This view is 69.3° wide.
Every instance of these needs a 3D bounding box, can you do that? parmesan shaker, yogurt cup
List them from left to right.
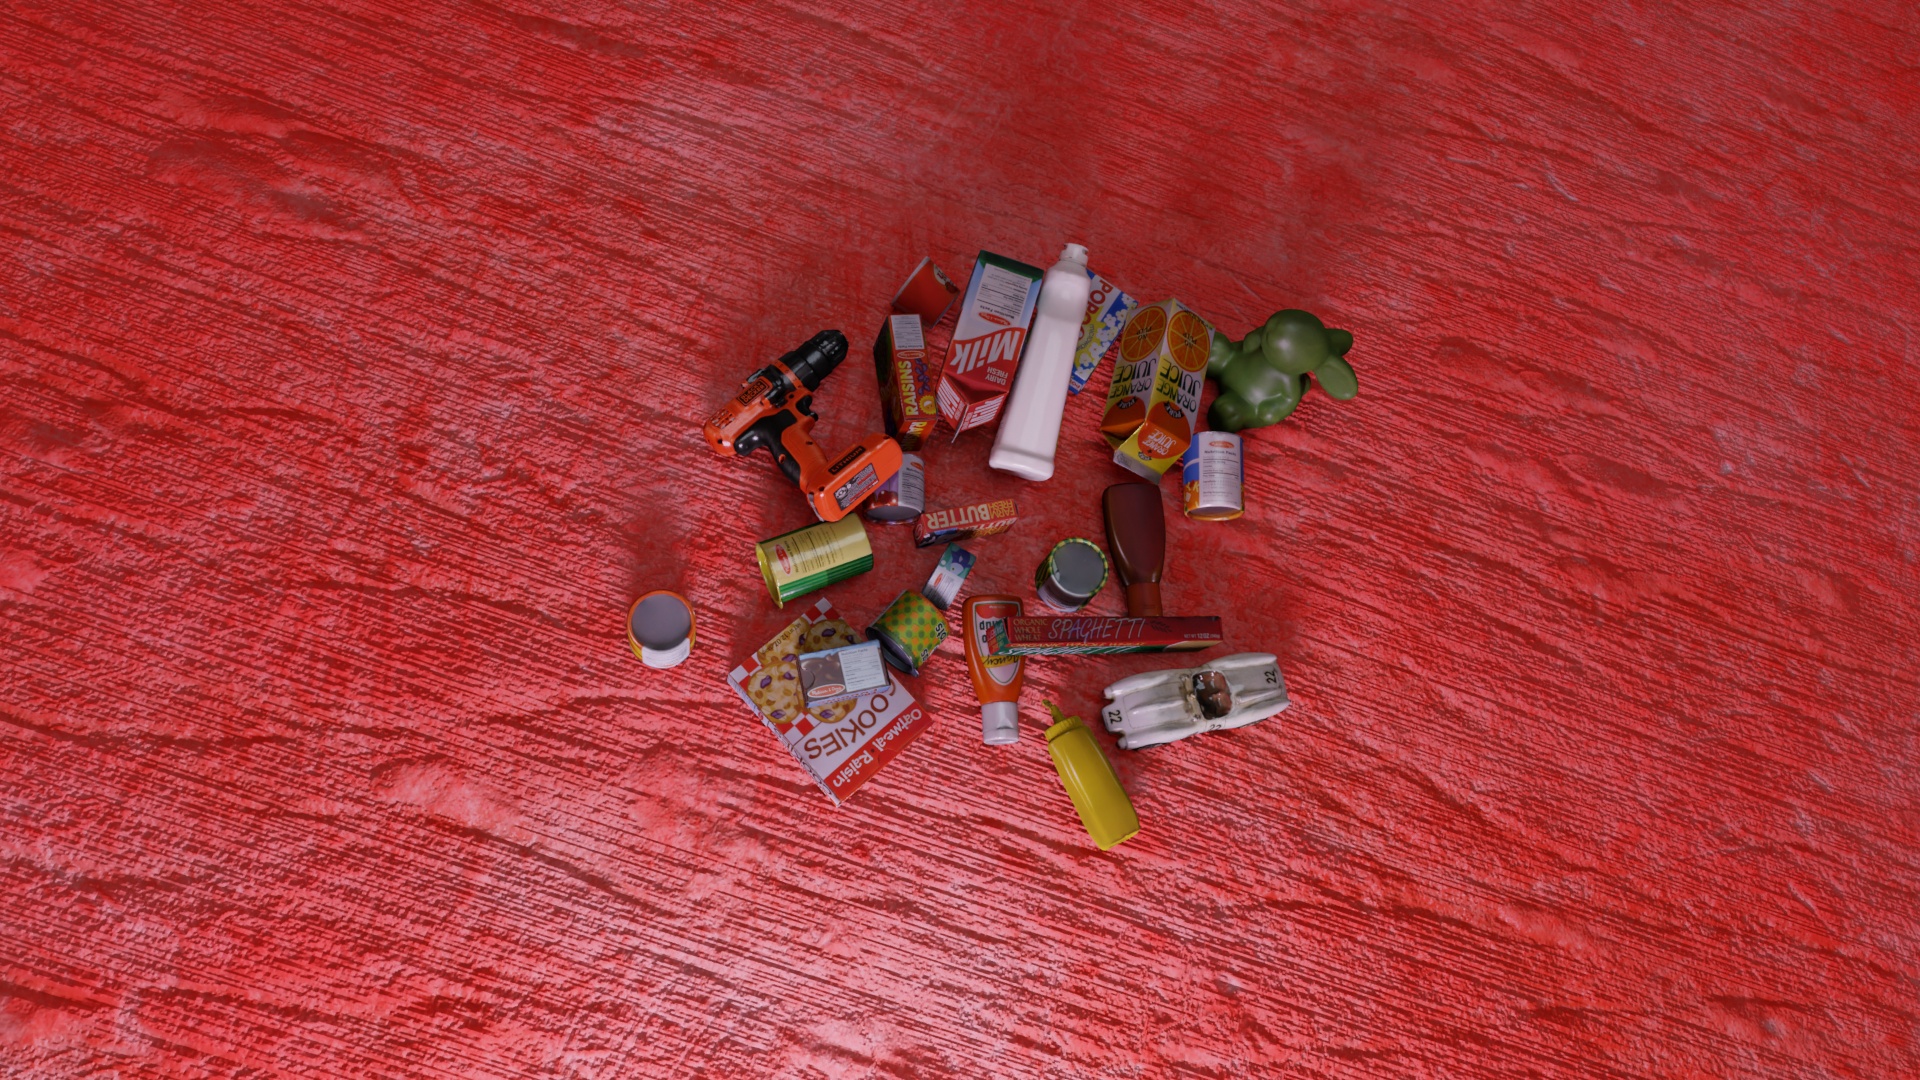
[{"bbox_3d":[-0.146,0.019,1.399,0.103,0.071,0.071,-19,76,-18],"label":"parmesan shaker"},{"bbox_3d":[-0.037,-0.269,1.524,0.054,0.072,0.072,38,68,-5],"label":"yogurt cup"}]

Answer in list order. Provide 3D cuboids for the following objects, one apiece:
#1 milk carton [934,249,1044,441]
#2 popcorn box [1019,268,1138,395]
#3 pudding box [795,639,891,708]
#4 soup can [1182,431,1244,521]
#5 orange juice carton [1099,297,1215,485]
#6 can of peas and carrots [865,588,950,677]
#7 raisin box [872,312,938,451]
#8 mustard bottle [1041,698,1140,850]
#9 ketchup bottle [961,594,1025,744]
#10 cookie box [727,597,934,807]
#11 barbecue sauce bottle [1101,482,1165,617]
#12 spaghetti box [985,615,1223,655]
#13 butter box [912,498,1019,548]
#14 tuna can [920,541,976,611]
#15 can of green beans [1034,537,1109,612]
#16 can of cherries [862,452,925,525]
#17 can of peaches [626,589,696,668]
[{"bbox_3d":[0.023,-0.197,1.442,0.073,0.072,0.191,18,69,-4],"label":"milk carton"},{"bbox_3d":[0.132,-0.239,1.559,0.085,0.038,0.127,34,68,1],"label":"popcorn box"},{"bbox_3d":[-0.114,0.128,1.341,0.084,0.030,0.050,-10,73,-14],"label":"pudding box"},{"bbox_3d":[0.275,-0.068,1.513,0.071,0.071,0.084,4,75,-10],"label":"soup can"},{"bbox_3d":[0.212,-0.160,1.514,0.072,0.073,0.193,27,69,-33],"label":"orange juice carton"},{"bbox_3d":[-0.050,0.092,1.391,0.071,0.070,0.059,42,68,5],"label":"can of peas and carrots"},{"bbox_3d":[-0.059,-0.166,1.470,0.040,0.085,0.123,-3,72,-17],"label":"raisin box"},{"bbox_3d":[0.123,0.226,1.381,0.049,0.065,0.160,-23,73,-13],"label":"mustard bottle"},{"bbox_3d":[0.037,0.130,1.407,0.065,0.043,0.149,1,71,-14],"label":"ketchup bottle"},{"bbox_3d":[-0.128,0.158,1.366,0.123,0.040,0.167,-39,82,-21],"label":"cookie box"},{"bbox_3d":[0.189,0.014,1.479,0.065,0.043,0.149,-1,72,-11],"label":"barbecue sauce bottle"},{"bbox_3d":[0.148,0.096,1.413,0.250,0.050,0.029,1,71,-23],"label":"spaghetti box"},{"bbox_3d":[0.005,-0.018,1.448,0.104,0.053,0.024,-10,75,-14],"label":"butter box"},{"bbox_3d":[-0.012,0.036,1.420,0.033,0.071,0.071,30,68,-1],"label":"tuna can"},{"bbox_3d":[0.116,0.036,1.448,0.071,0.057,0.071,4,70,-10],"label":"can of green beans"},{"bbox_3d":[-0.072,-0.052,1.441,0.071,0.071,0.058,1,72,-11],"label":"can of cherries"},{"bbox_3d":[-0.291,0.084,1.351,0.071,0.058,0.071,3,71,-10],"label":"can of peaches"}]
